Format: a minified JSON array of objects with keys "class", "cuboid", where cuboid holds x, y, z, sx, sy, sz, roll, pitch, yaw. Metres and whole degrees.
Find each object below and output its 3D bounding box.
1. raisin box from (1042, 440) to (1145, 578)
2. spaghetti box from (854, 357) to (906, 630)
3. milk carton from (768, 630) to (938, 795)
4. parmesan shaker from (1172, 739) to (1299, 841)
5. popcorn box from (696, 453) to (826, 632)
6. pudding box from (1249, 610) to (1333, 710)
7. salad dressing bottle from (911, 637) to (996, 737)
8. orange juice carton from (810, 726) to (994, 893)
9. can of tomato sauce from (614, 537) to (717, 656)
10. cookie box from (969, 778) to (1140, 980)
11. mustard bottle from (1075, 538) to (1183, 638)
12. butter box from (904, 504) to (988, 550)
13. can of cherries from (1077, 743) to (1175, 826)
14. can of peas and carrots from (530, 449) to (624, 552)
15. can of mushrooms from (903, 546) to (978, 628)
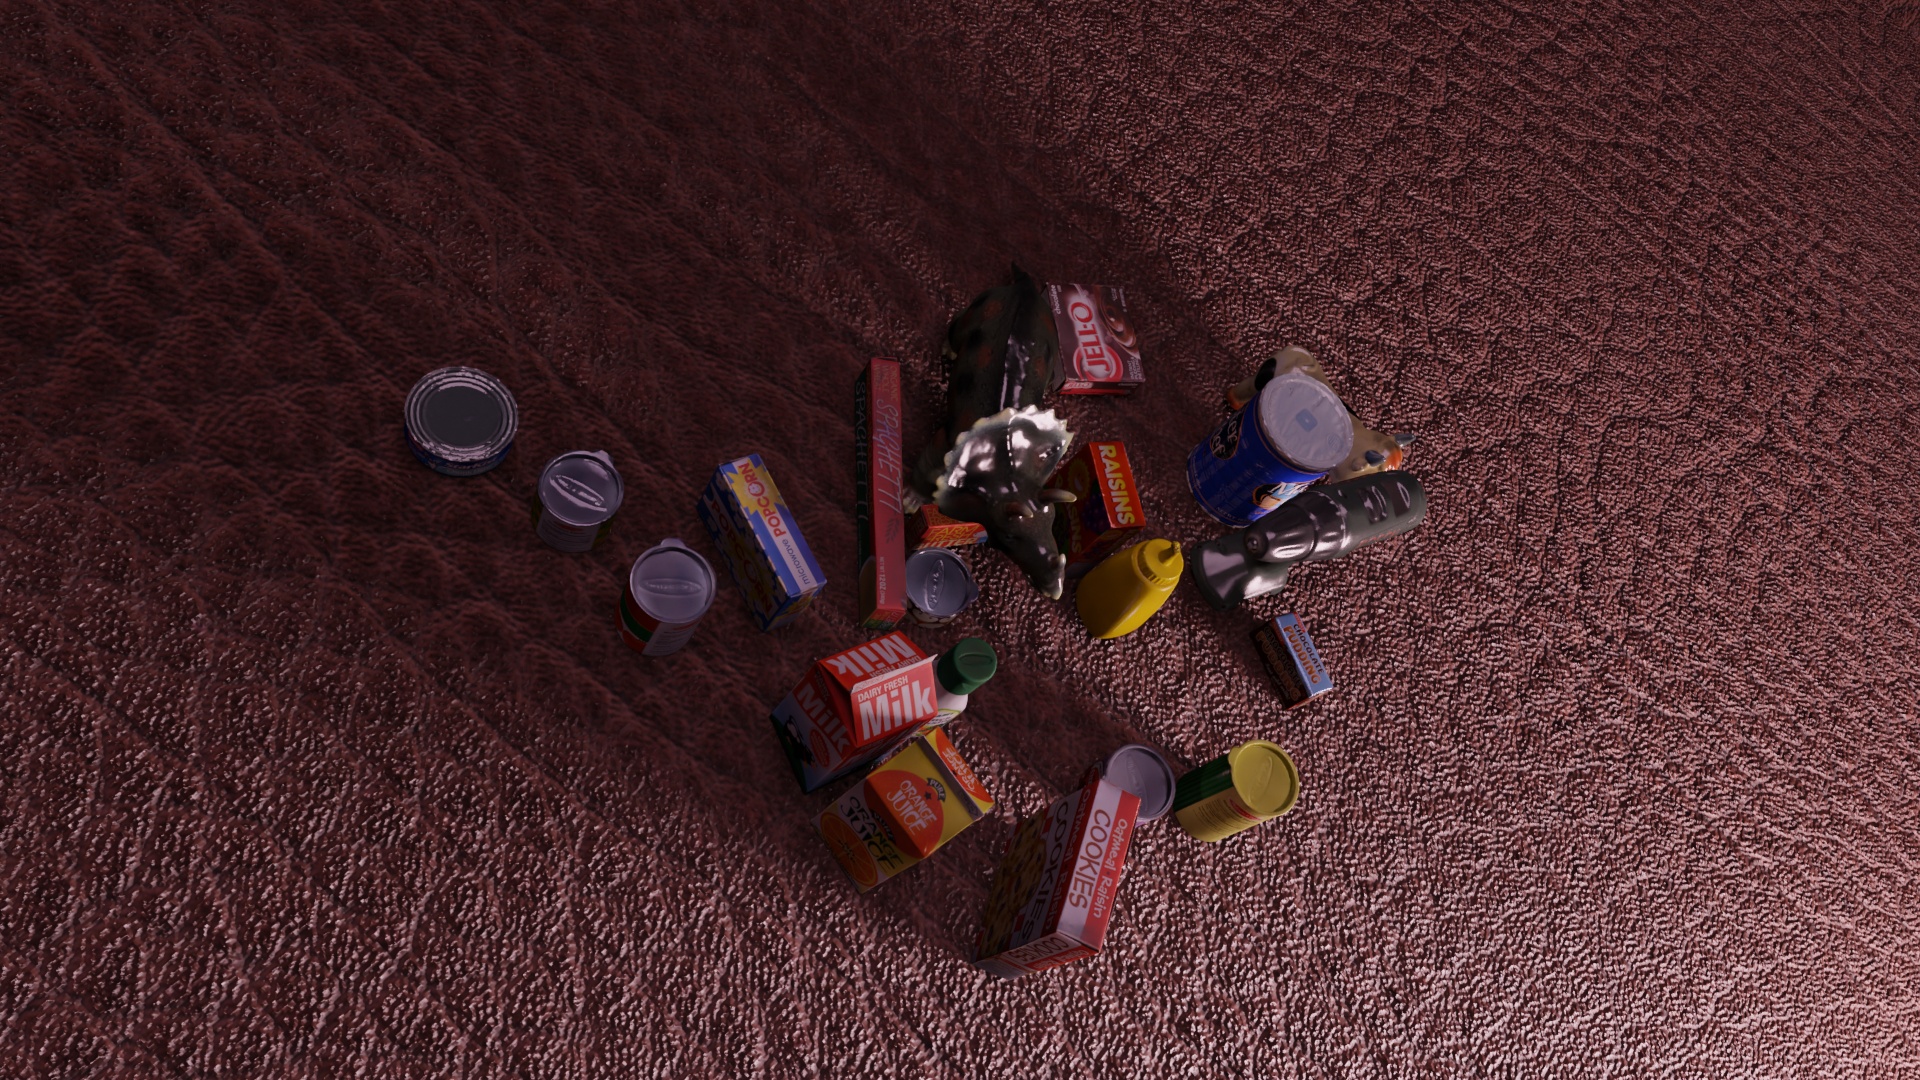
[{"class":"raisin box","cuboid":[0.114,-0.026,1.259,0.040,0.123,0.086,-3,68,-25]},{"class":"spaghetti box","cuboid":[-0.071,-0.045,1.230,0.029,0.050,0.251,7,64,-21]},{"class":"milk carton","cuboid":[-0.079,0.128,1.061,0.072,0.189,0.073,-19,76,-30]},{"class":"parmesan shaker","cuboid":[0.236,0.217,1.210,0.071,0.102,0.071,10,63,-20]},{"class":"popcorn box","cuboid":[-0.165,0.003,1.145,0.038,0.085,0.127,-23,77,-30]},{"class":"pudding box","cuboid":[0.316,0.115,1.325,0.030,0.049,0.084,-13,73,-28]},{"class":"salad dressing bottle","cuboid":[-0.016,0.118,1.119,0.064,0.147,0.044,4,65,-22]},{"class":"orange juice carton","cuboid":[-0.040,0.200,1.043,0.073,0.191,0.072,-32,83,-32]},{"class":"can of tomato sauce","cuboid":[-0.234,0.046,1.095,0.071,0.082,0.071,10,63,-20]},{"class":"cookie box","cuboid":[0.073,0.266,1.077,0.040,0.166,0.123,27,59,-11]},{"class":"mustard bottle","cuboid":[0.157,0.036,1.227,0.049,0.159,0.065,-14,73,-28]},{"class":"butter box","cuboid":[0.004,-0.016,1.247,0.104,0.053,0.024,-6,69,-26]},{"class":"can of cherries","cuboid":[0.139,0.214,1.195,0.071,0.058,0.072,10,63,-20]},{"class":"can of peas and carrots","cuboid":[-0.307,-0.033,1.115,0.071,0.058,0.071,10,63,-20]},{"class":"can of mushrooms","cuboid":[-0.022,0.042,1.220,0.071,0.033,0.071,10,63,-20]}]
